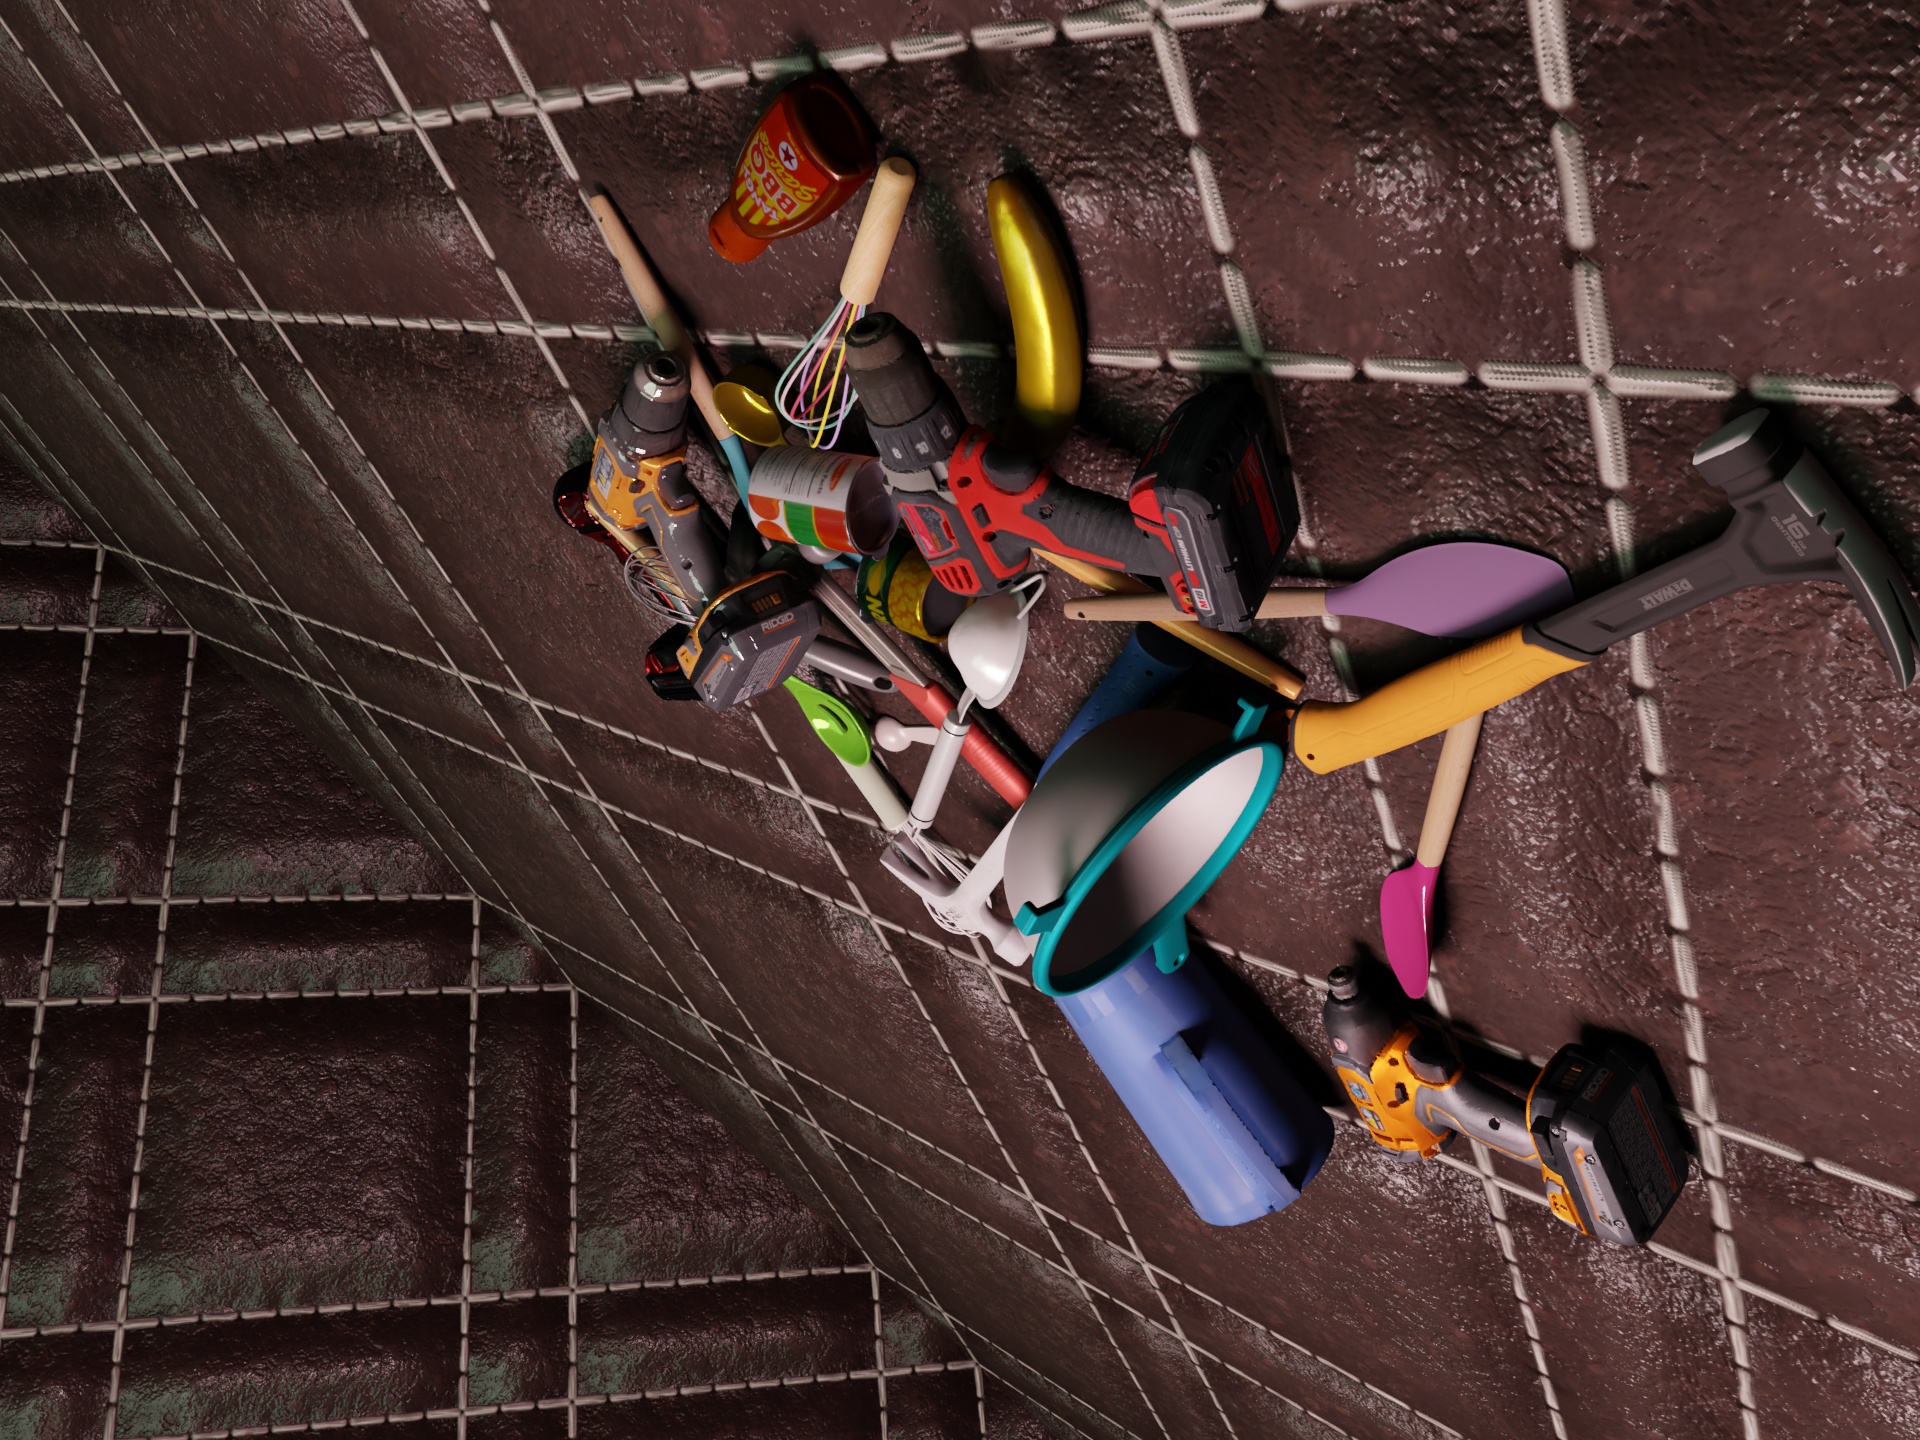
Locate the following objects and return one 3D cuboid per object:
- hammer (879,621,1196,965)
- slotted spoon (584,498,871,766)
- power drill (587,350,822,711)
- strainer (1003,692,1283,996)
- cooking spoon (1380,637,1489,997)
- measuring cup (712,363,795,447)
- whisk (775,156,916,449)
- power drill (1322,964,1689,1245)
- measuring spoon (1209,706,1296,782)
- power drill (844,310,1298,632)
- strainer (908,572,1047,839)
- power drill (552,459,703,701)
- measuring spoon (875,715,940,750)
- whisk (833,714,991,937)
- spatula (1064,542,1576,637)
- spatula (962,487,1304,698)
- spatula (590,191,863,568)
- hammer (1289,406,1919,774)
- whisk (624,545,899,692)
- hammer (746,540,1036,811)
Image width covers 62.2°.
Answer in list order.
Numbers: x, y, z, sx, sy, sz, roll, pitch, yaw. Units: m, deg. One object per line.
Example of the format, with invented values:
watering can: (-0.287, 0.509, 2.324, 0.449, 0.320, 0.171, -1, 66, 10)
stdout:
hammer: (0.057, 0.052, 1.141, 0.144, 0.035, 0.405, 34, 143, 2)
slotted spoon: (-0.185, -0.074, 1.310, 0.313, 0.031, 0.070, 43, 151, -16)
power drill: (-0.189, -0.140, 1.146, 0.226, 0.084, 0.185, 58, 151, 10)
strainer: (0.107, 0.090, 1.049, 0.095, 0.211, 0.340, 43, 170, 23)
cooking spoon: (0.281, 0.066, 0.936, 0.318, 0.017, 0.069, 84, 170, -49)
measuring cup: (-0.105, -0.191, 1.118, 0.156, 0.029, 0.062, 39, 153, -17)
whisk: (-0.069, -0.248, 0.963, 0.051, 0.047, 0.245, 31, 148, -1)
power drill: (0.342, 0.243, 1.050, 0.227, 0.084, 0.164, 8, 134, 54)
measuring spoon: (0.189, 0.017, 1.016, 0.021, 0.011, 0.117, 28, 149, -2)
power drill: (0.050, -0.136, 0.853, 0.227, 0.080, 0.187, 11, 147, 33)
strainer: (-0.002, -0.004, 1.117, 0.087, 0.050, 0.258, -104, 26, -45)
power drill: (-0.270, -0.126, 1.374, 0.143, 0.078, 0.219, 1, 127, 53)
measuring spoon: (-0.032, 0.016, 1.307, 0.124, 0.018, 0.034, 4, 133, 51)
whisk: (-0.049, 0.096, 1.421, 0.058, 0.059, 0.246, -28, 105, 24)
spatula: (0.180, -0.067, 0.873, 0.316, 0.018, 0.059, 1, 131, 44)
spatula: (0.074, -0.107, 0.986, 0.323, 0.041, 0.081, 32, 153, 14)
spatula: (-0.173, -0.233, 1.146, 0.082, 0.044, 0.317, 3, 127, 51)
hammer: (0.280, -0.026, 0.771, 0.127, 0.034, 0.337, 50, 148, -5)
whisk: (-0.155, -0.076, 1.259, 0.239, 0.055, 0.055, 23, 153, -5)
hammer: (-0.015, -0.004, 1.211, 0.359, 0.037, 0.149, 46, 155, -11)
